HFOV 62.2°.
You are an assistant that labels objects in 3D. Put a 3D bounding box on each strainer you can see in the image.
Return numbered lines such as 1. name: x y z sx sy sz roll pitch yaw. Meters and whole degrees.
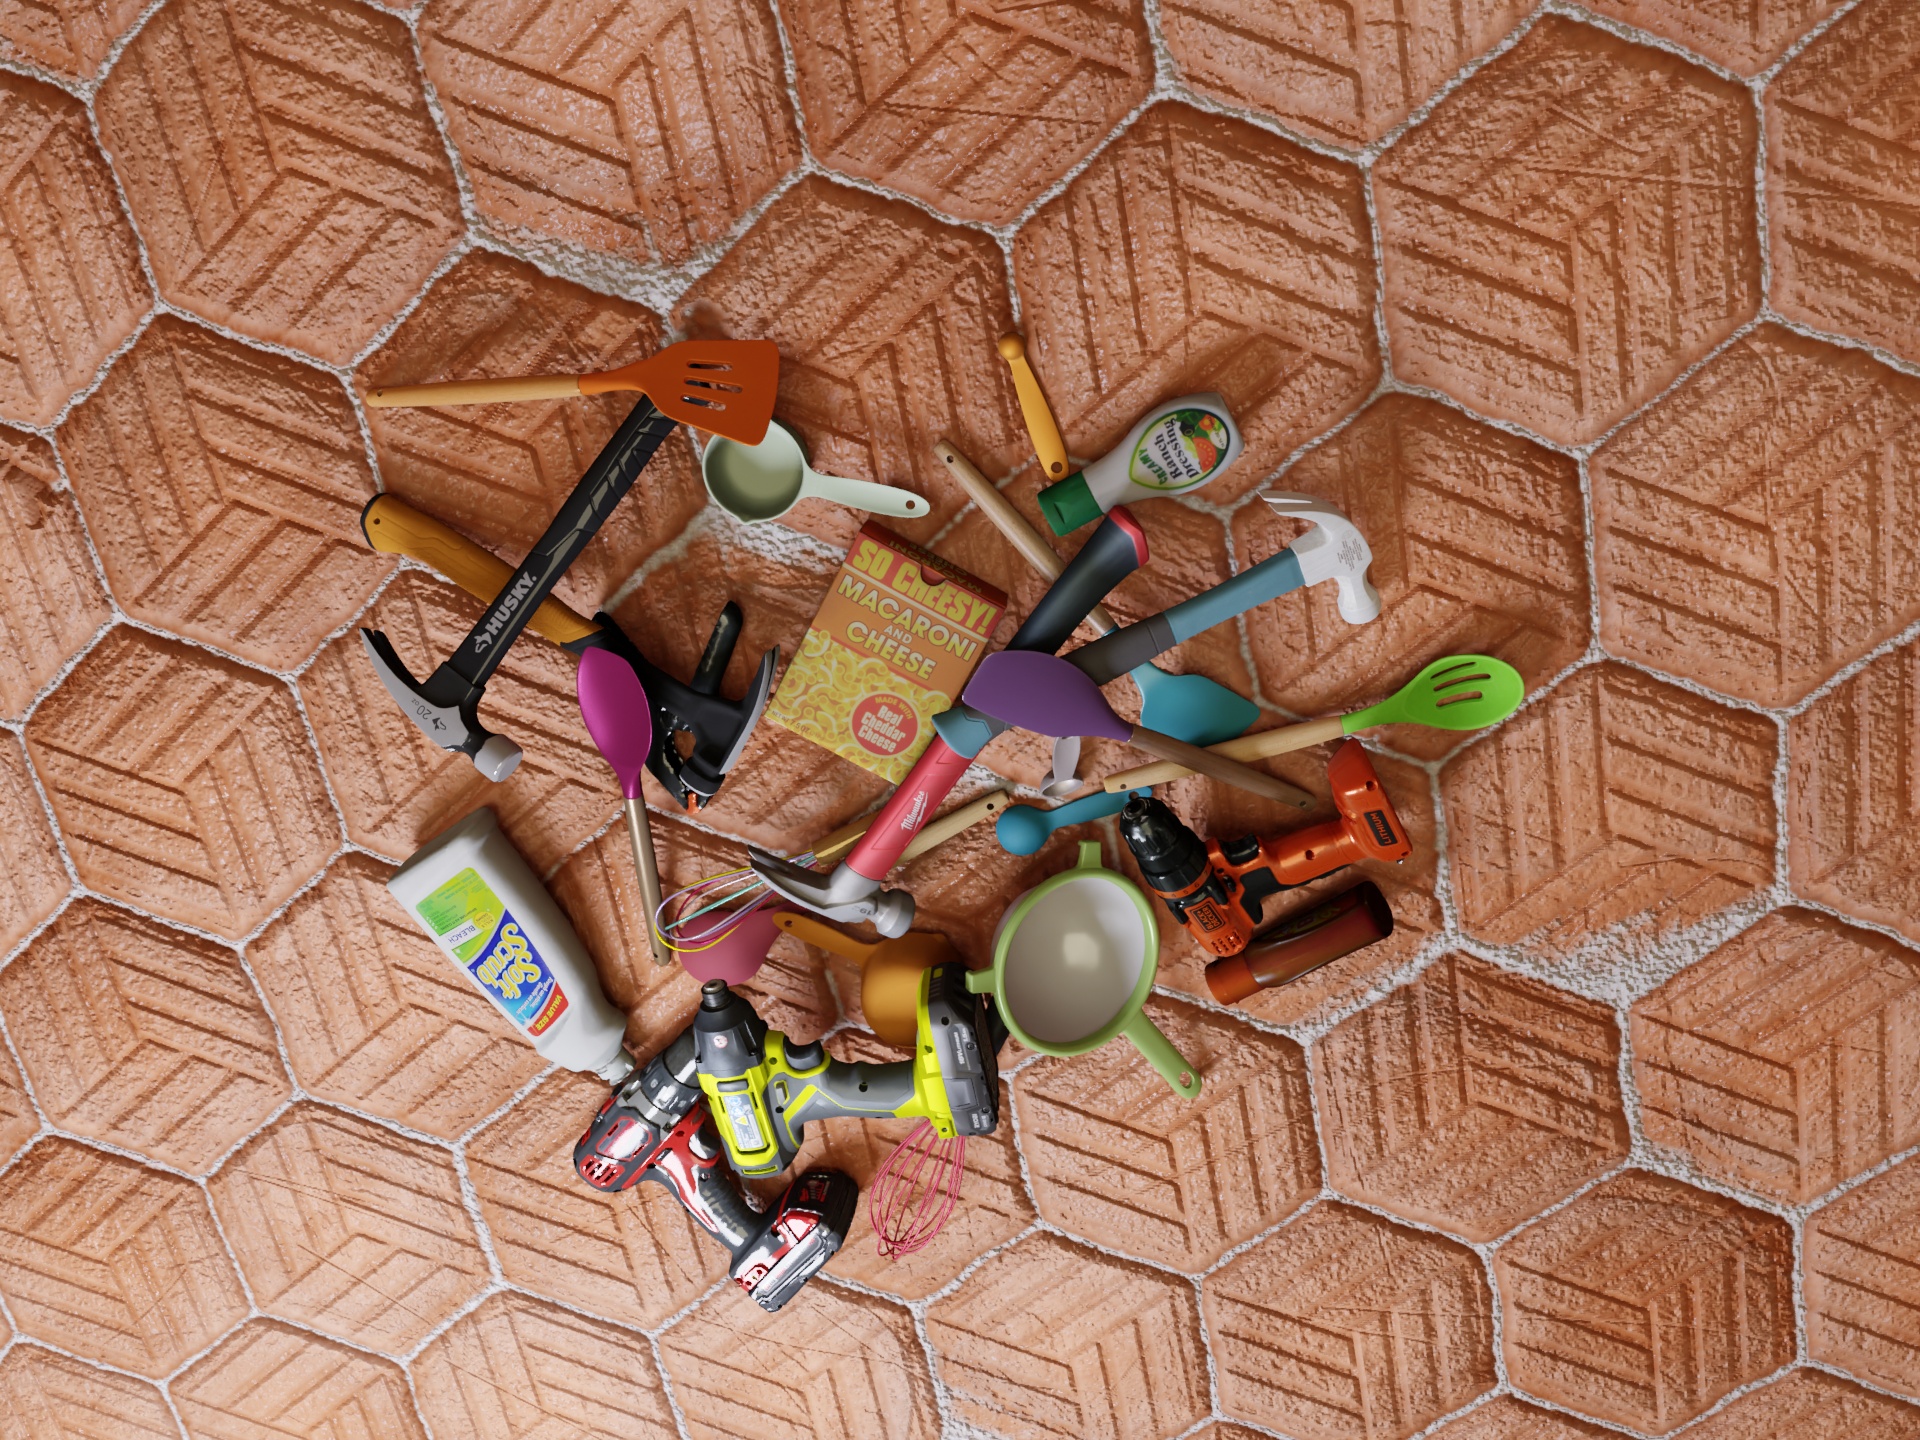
1. strainer: 0.108 0.216 1.271 0.151 0.069 0.256 -48 119 -13

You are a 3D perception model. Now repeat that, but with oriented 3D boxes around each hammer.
1. hammer: -0.002 -0.004 1.167 0.143 0.038 0.386 26 112 -27
2. hammer: -0.299 -0.080 1.191 0.337 0.034 0.127 31 109 3
3. hammer: 0.136 -0.058 1.126 0.331 0.033 0.128 -26 127 1
4. hammer: -0.293 -0.130 1.149 0.146 0.035 0.335 37 92 6

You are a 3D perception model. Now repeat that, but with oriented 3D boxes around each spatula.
1. spatula: 0.092 -0.088 1.182 0.082 0.044 0.317 -41 97 19
2. spatula: -0.285 -0.234 1.135 0.322 0.041 0.081 1 74 20
3. spatula: 0.142 0.014 1.148 0.315 0.018 0.059 21 115 -29

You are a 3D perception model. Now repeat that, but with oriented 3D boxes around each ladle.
1. ladle: -0.097 0.133 1.278 0.315 0.031 0.069 -29 104 13

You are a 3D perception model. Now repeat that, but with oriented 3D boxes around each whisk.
1. whisk: -0.131 0.119 1.260 0.245 0.051 0.047 -26 74 5
2. whisk: -0.006 0.326 1.322 0.073 0.073 0.295 24 105 -3

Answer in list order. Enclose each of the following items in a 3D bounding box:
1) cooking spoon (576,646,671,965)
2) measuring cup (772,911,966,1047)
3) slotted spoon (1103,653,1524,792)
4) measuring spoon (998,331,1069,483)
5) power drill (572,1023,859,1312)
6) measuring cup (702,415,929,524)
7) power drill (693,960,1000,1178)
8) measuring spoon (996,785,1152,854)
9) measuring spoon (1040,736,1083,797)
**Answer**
1. cooking spoon: -0.249 0.075 1.224 0.069 0.017 0.318 19 132 23
2. measuring cup: -0.074 0.203 1.271 0.173 0.052 0.095 27 113 -15
3. slotted spoon: 0.259 0.008 1.190 0.314 0.031 0.070 -15 124 9
4. measuring spoon: 0.054 -0.222 1.142 0.021 0.011 0.116 -19 107 12
5. power drill: -0.194 0.370 1.347 0.226 0.080 0.188 39 108 -5
6. measuring cup: -0.103 -0.176 1.162 0.167 0.038 0.083 13 110 -1
7. power drill: -0.090 0.263 1.232 0.223 0.080 0.171 -9 115 7
8. measuring spoon: 0.088 0.076 1.240 0.128 0.021 0.042 -18 107 13
9. measuring spoon: 0.076 0.027 1.188 0.034 0.124 0.018 -12 65 -5
